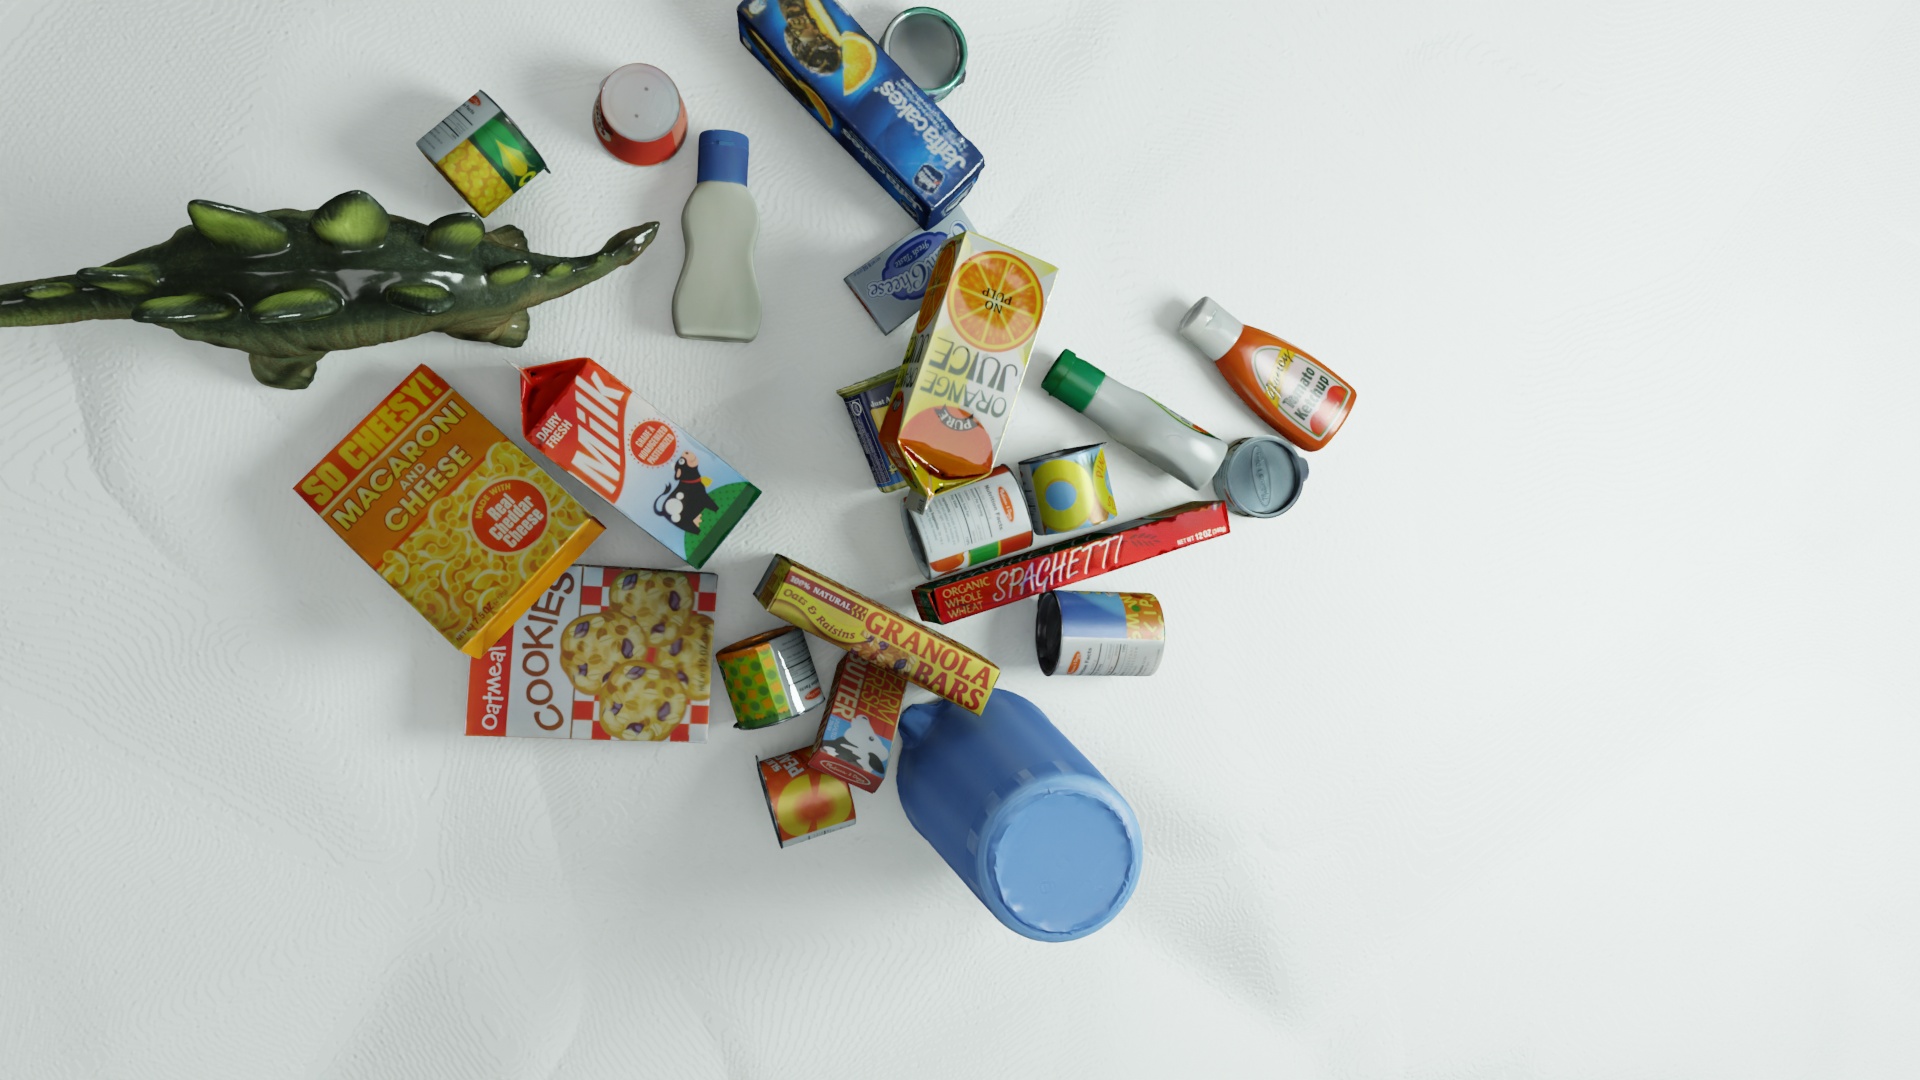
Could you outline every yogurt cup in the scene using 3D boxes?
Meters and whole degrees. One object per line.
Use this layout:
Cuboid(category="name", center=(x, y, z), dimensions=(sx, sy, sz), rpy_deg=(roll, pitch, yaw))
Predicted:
Cuboid(category="yogurt cup", center=(-0.226, -0.304, 0.984), dimensions=(0.072, 0.054, 0.072), rpy_deg=(-1, 93, -13))

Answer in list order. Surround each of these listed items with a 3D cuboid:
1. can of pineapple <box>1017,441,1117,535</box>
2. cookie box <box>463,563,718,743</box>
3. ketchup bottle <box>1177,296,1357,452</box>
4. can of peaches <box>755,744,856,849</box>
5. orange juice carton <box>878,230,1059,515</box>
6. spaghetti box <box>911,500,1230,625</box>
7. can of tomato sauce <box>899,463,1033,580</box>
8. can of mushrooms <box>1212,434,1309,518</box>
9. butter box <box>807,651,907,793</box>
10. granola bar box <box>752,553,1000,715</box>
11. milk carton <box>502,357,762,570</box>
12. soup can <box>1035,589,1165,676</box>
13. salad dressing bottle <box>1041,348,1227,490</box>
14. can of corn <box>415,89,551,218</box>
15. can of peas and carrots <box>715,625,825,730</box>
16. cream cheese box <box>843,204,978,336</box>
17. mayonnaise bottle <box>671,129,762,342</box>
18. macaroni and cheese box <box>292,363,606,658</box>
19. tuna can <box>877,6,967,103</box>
Cuboid(category="can of pineapple", center=(0.084, -0.039, 1.056), dimensions=(0.071, 0.071, 0.057), rpy_deg=(-15, 96, -12))
Cuboid(category="cookie box", center=(-0.263, 0.079, 0.993), dimensions=(0.168, 0.040, 0.123), rpy_deg=(4, 89, -13))
Cuboid(category="ketchup bottle", center=(0.240, -0.136, 1.102), dimensions=(0.149, 0.043, 0.065), rpy_deg=(35, 83, -11))
Cuboid(category="can of peaches", center=(-0.113, 0.183, 1.016), dimensions=(0.058, 0.071, 0.071), rpy_deg=(-15, 95, -12))
Cuboid(category="orange juice carton", center=(-0.003, -0.111, 0.973), dimensions=(0.073, 0.072, 0.192), rpy_deg=(18, 90, -16))
Cuboid(category="spaghetti box", center=(0.086, 0.015, 1.054), dimensions=(0.251, 0.050, 0.028), rpy_deg=(-17, 95, -18))
Cuboid(category="can of tomato sauce", center=(0.004, -0.013, 1.040), dimensions=(0.083, 0.071, 0.071), rpy_deg=(-19, 96, -11))
Cuboid(category="can of mushrooms", center=(0.239, -0.051, 1.109), dimensions=(0.071, 0.033, 0.071), rpy_deg=(0, 91, -13))
Cuboid(category="butter box", center=(-0.073, 0.131, 1.014), dimensions=(0.053, 0.104, 0.024), rpy_deg=(26, 130, -12))
Cuboid(category="granola bar box", center=(-0.062, 0.064, 0.996), dimensions=(0.165, 0.124, 0.039), rpy_deg=(27, 87, -13))
Cuboid(category="milk carton", center=(-0.239, -0.066, 0.978), dimensions=(0.190, 0.072, 0.073), rpy_deg=(39, 84, -11))
Cuboid(category="soup can", center=(0.106, 0.069, 1.066), dimensions=(0.084, 0.071, 0.071), rpy_deg=(2, 91, -14))
Cuboid(category="salad dressing bottle", center=(0.133, -0.094, 1.072), dimensions=(0.147, 0.064, 0.044), rpy_deg=(32, 94, -4))
Cuboid(category="can of corn", center=(-0.328, -0.263, 0.957), dimensions=(0.058, 0.071, 0.071), rpy_deg=(-43, 100, -8))
Cuboid(category="can of peas and carrots", center=(-0.141, 0.100, 1.010), dimensions=(0.071, 0.071, 0.058), rpy_deg=(-18, 95, -12))
Cuboid(category="cream cheese box", center=(-0.031, -0.205, 1.047), dimensions=(0.104, 0.024, 0.053), rpy_deg=(-37, 100, -9))
Cuboid(category="mayonnaise bottle", center=(-0.174, -0.219, 1.006), dimensions=(0.065, 0.041, 0.148), rpy_deg=(3, 90, -15))
Cuboid(category="macaroni and cheese box", center=(-0.346, -0.021, 0.943), dimensions=(0.166, 0.040, 0.124), rpy_deg=(41, 80, 10))
Cuboid(category="tuna can", center=(-0.027, -0.361, 1.039), dimensions=(0.071, 0.033, 0.071), rpy_deg=(0, 92, -12))
